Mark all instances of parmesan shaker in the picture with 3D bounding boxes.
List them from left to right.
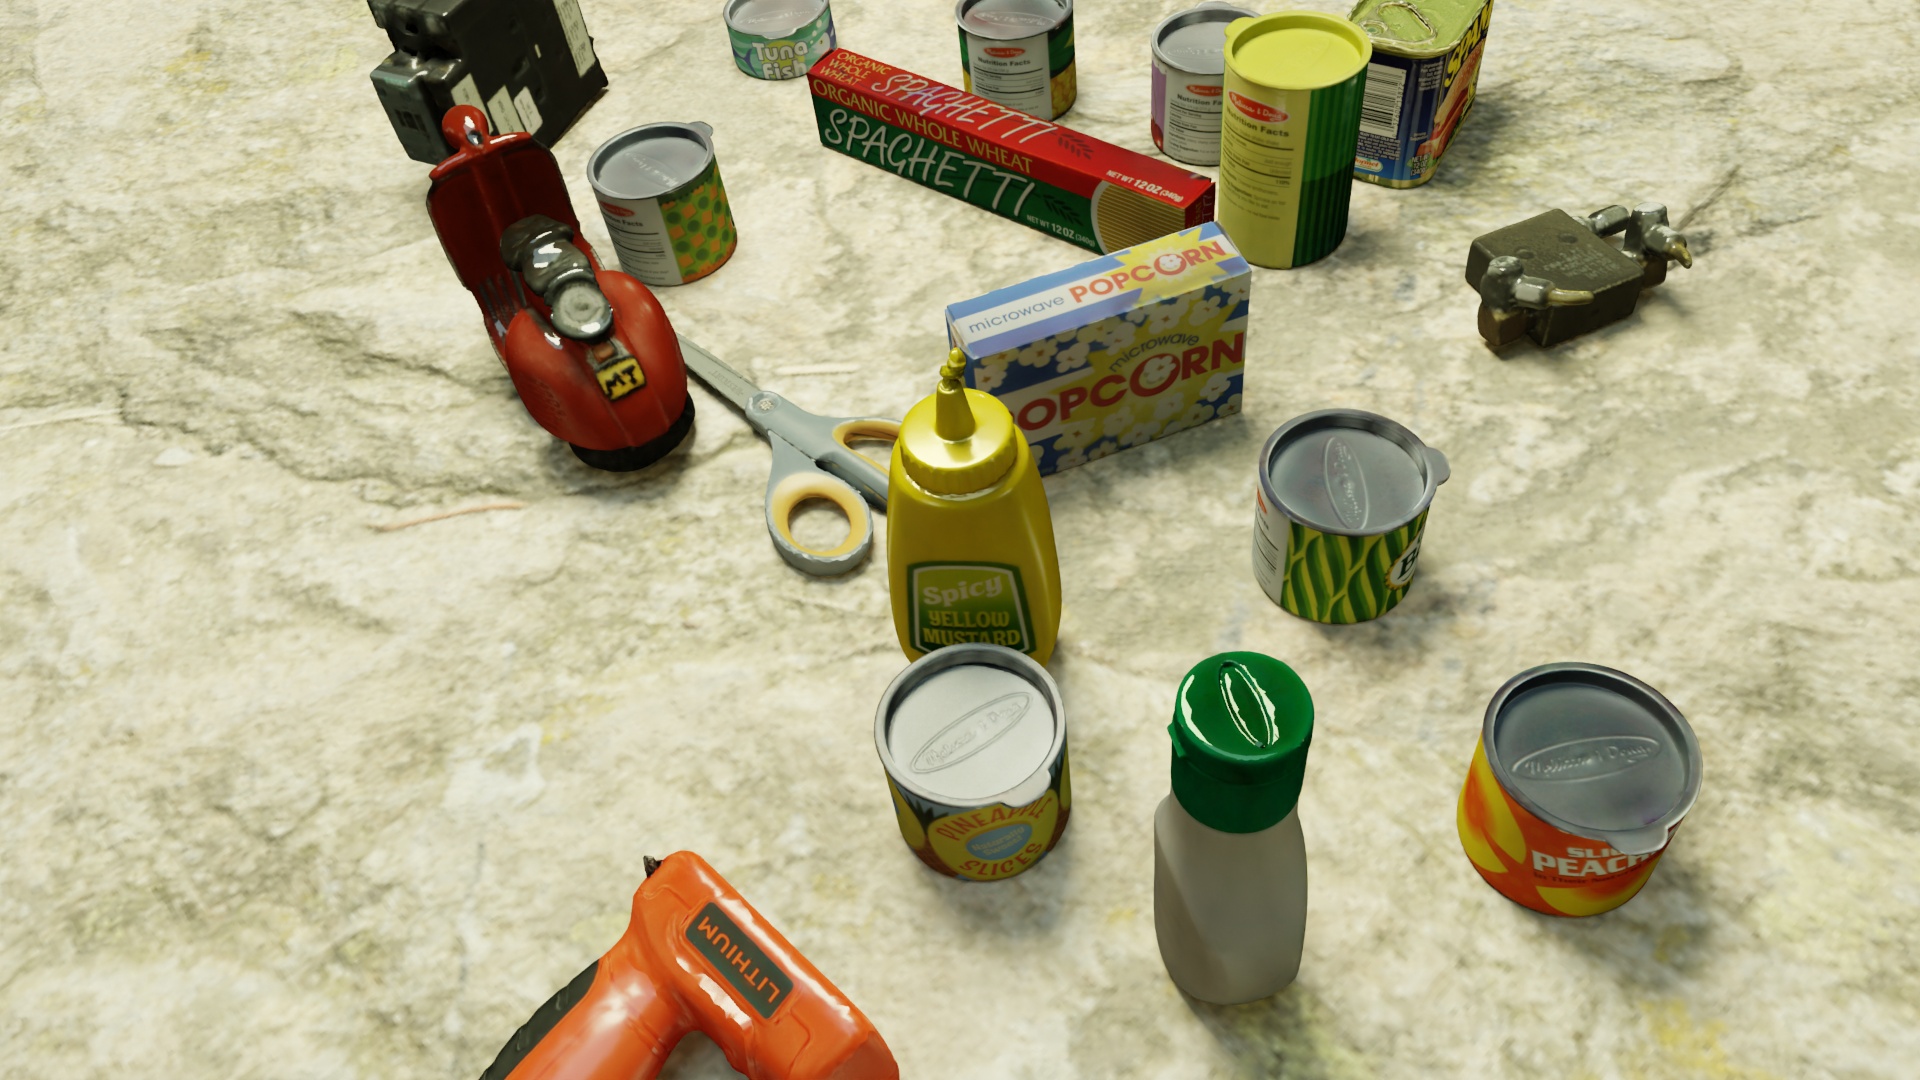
[{"bbox_3d":[0.158,-0.194,0.675,0.071,0.102,0.072,-4,50,5],"label":"parmesan shaker"}]

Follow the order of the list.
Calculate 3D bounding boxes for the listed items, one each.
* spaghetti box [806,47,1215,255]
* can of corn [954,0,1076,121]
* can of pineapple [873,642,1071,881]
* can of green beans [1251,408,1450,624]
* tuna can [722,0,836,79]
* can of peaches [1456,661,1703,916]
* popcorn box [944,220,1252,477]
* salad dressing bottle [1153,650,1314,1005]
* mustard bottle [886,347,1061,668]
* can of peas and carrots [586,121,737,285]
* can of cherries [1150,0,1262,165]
[{"bbox_3d":[0.020,-0.202,0.734,0.250,0.050,0.029,28,59,27],"label":"spaghetti box"},{"bbox_3d":[0.033,-0.279,0.792,0.071,0.058,0.071,-4,50,5],"label":"can of corn"},{"bbox_3d":[0.006,0.081,0.493,0.071,0.057,0.071,-4,50,5],"label":"can of pineapple"},{"bbox_3d":[0.150,-0.009,0.550,0.071,0.057,0.071,-4,50,5],"label":"can of green beans"},{"bbox_3d":[-0.110,-0.315,0.857,0.071,0.032,0.071,-4,50,4],"label":"tuna can"},{"bbox_3d":[0.204,0.086,0.463,0.071,0.057,0.071,-4,50,5],"label":"can of peaches"},{"bbox_3d":[0.060,-0.078,0.602,0.127,0.084,0.038,-19,50,-8],"label":"popcorn box"},{"bbox_3d":[0.081,0.090,0.417,0.044,0.147,0.064,-14,50,-4],"label":"salad dressing bottle"},{"bbox_3d":[0.002,-0.006,0.500,0.065,0.159,0.049,-1,50,7],"label":"mustard bottle"},{"bbox_3d":[-0.154,-0.178,0.731,0.071,0.058,0.071,-4,50,5],"label":"can of peas and carrots"},{"bbox_3d":[0.137,-0.247,0.751,0.071,0.058,0.072,-4,50,5],"label":"can of cherries"}]
